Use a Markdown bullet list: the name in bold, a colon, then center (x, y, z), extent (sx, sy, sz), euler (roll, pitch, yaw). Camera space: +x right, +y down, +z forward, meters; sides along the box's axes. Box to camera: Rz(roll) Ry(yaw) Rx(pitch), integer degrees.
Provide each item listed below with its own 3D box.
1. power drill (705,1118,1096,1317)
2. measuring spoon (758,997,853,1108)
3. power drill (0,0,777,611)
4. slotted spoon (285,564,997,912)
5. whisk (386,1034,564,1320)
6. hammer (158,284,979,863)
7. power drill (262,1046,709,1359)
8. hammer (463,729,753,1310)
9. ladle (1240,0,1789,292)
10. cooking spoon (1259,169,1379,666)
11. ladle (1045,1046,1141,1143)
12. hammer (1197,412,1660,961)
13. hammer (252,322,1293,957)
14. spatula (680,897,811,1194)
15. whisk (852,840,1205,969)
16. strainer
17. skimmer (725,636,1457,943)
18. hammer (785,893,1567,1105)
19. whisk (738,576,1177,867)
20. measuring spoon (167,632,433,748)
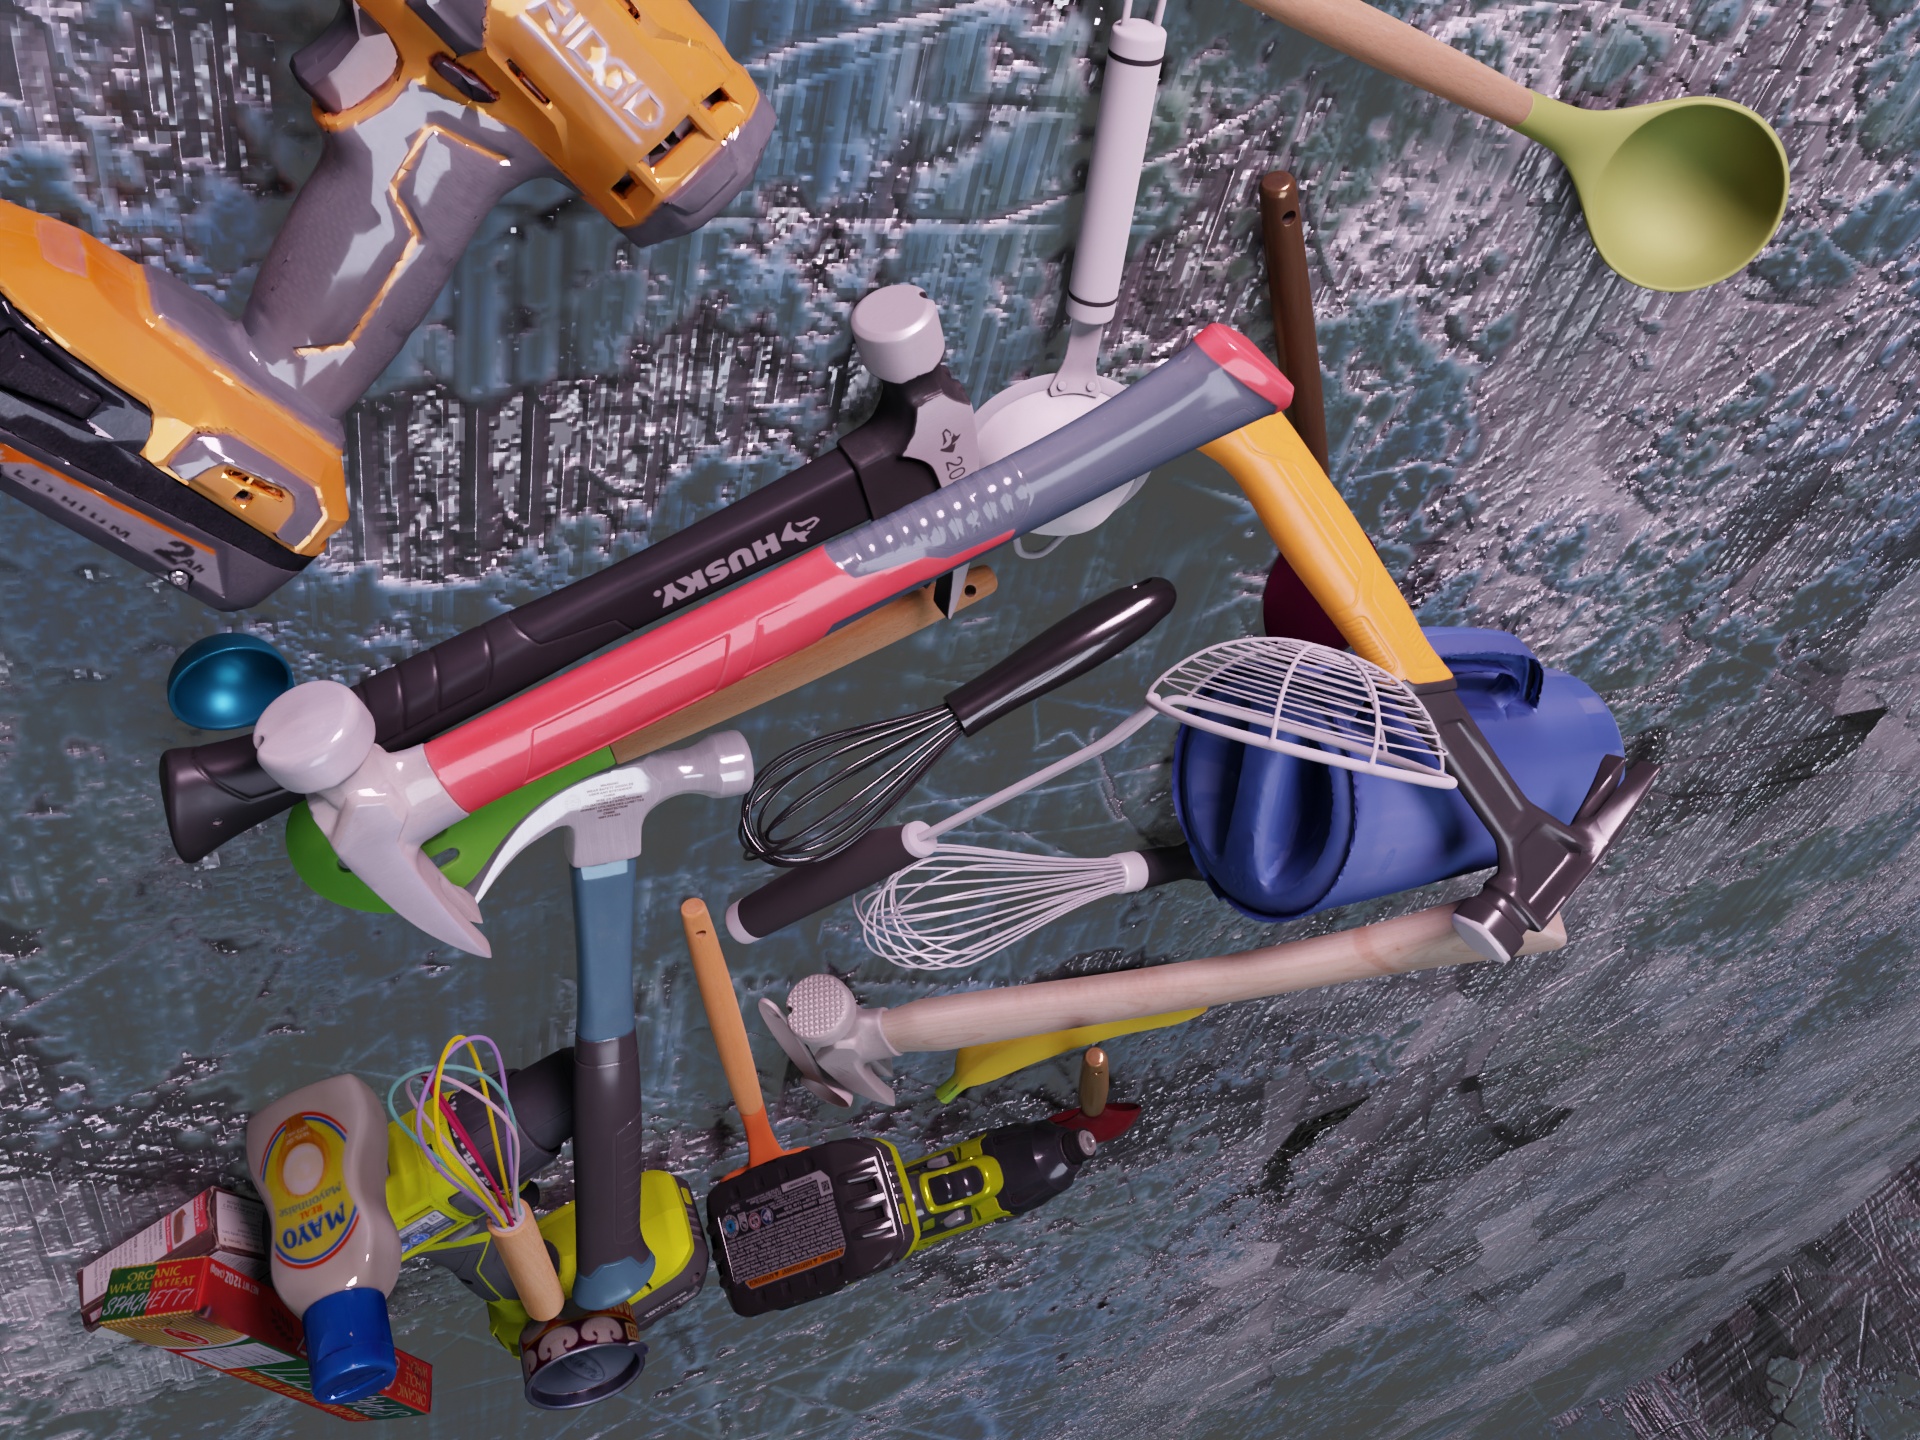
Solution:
- **power drill**: center (-0.031, 0.294, 0.981), extent (0.171, 0.080, 0.223), euler (-29, 159, 29)
- **measuring spoon**: center (-0.089, 0.189, 0.924), extent (0.018, 0.034, 0.124), euler (-58, 147, -29)
- **power drill**: center (-0.185, -0.155, 0.429), extent (0.226, 0.084, 0.185), euler (-40, 140, 8)
- **slotted spoon**: center (-0.123, -0.001, 0.663), extent (0.314, 0.031, 0.070), euler (-25, 113, -15)
- **whisk**: center (-0.225, 0.232, 0.767), extent (0.051, 0.047, 0.244), euler (-19, 138, -18)
- **hammer**: center (-0.143, -0.035, 0.605), extent (0.335, 0.035, 0.146), euler (-28, 142, -9)
- **power drill**: center (-0.235, 0.271, 0.879), extent (0.190, 0.080, 0.228), euler (-30, 140, 2)
- **hammer**: center (-0.168, 0.157, 0.762), extent (0.128, 0.033, 0.330), euler (-8, 122, -24)
- **ladle**: center (0.199, -0.233, 0.597), extent (0.320, 0.062, 0.078), euler (7, 130, -34)
- **cooking spoon**: center (0.160, -0.119, 0.730), extent (0.069, 0.017, 0.318), euler (-28, 143, -2)
- **ladle**: center (0.084, 0.236, 0.997), extent (0.069, 0.031, 0.315), euler (-11, 159, 0)
- **hammer**: center (0.202, -0.039, 0.721), extent (0.127, 0.034, 0.336), euler (-47, 115, -10)
- **hammer**: center (-0.049, -0.037, 0.599), extent (0.386, 0.038, 0.143), euler (-27, 142, -5)
- **spatula**: center (-0.127, 0.200, 0.911), extent (0.081, 0.041, 0.322), euler (-17, 137, -12)
- **whisk**: center (0.067, 0.089, 0.878), extent (0.284, 0.070, 0.070), euler (-6, 137, -34)
- **strainer**: center (0.048, -0.152, 0.609), extent (0.087, 0.050, 0.258), euler (-1, 133, -10)
- **skimmer**: center (0.037, 0.058, 0.714), extent (0.363, 0.090, 0.127), euler (-28, 163, 29)
- **hammer**: center (0.120, 0.151, 0.883), extent (0.410, 0.038, 0.146), euler (-12, 149, 11)
- **whisk**: center (-0.001, -0.002, 0.744), extent (0.239, 0.055, 0.055), euler (-31, 142, -5)
- **measuring spoon**: center (-0.247, -0.005, 0.613), extent (0.042, 0.021, 0.128), euler (-40, 150, 10)
